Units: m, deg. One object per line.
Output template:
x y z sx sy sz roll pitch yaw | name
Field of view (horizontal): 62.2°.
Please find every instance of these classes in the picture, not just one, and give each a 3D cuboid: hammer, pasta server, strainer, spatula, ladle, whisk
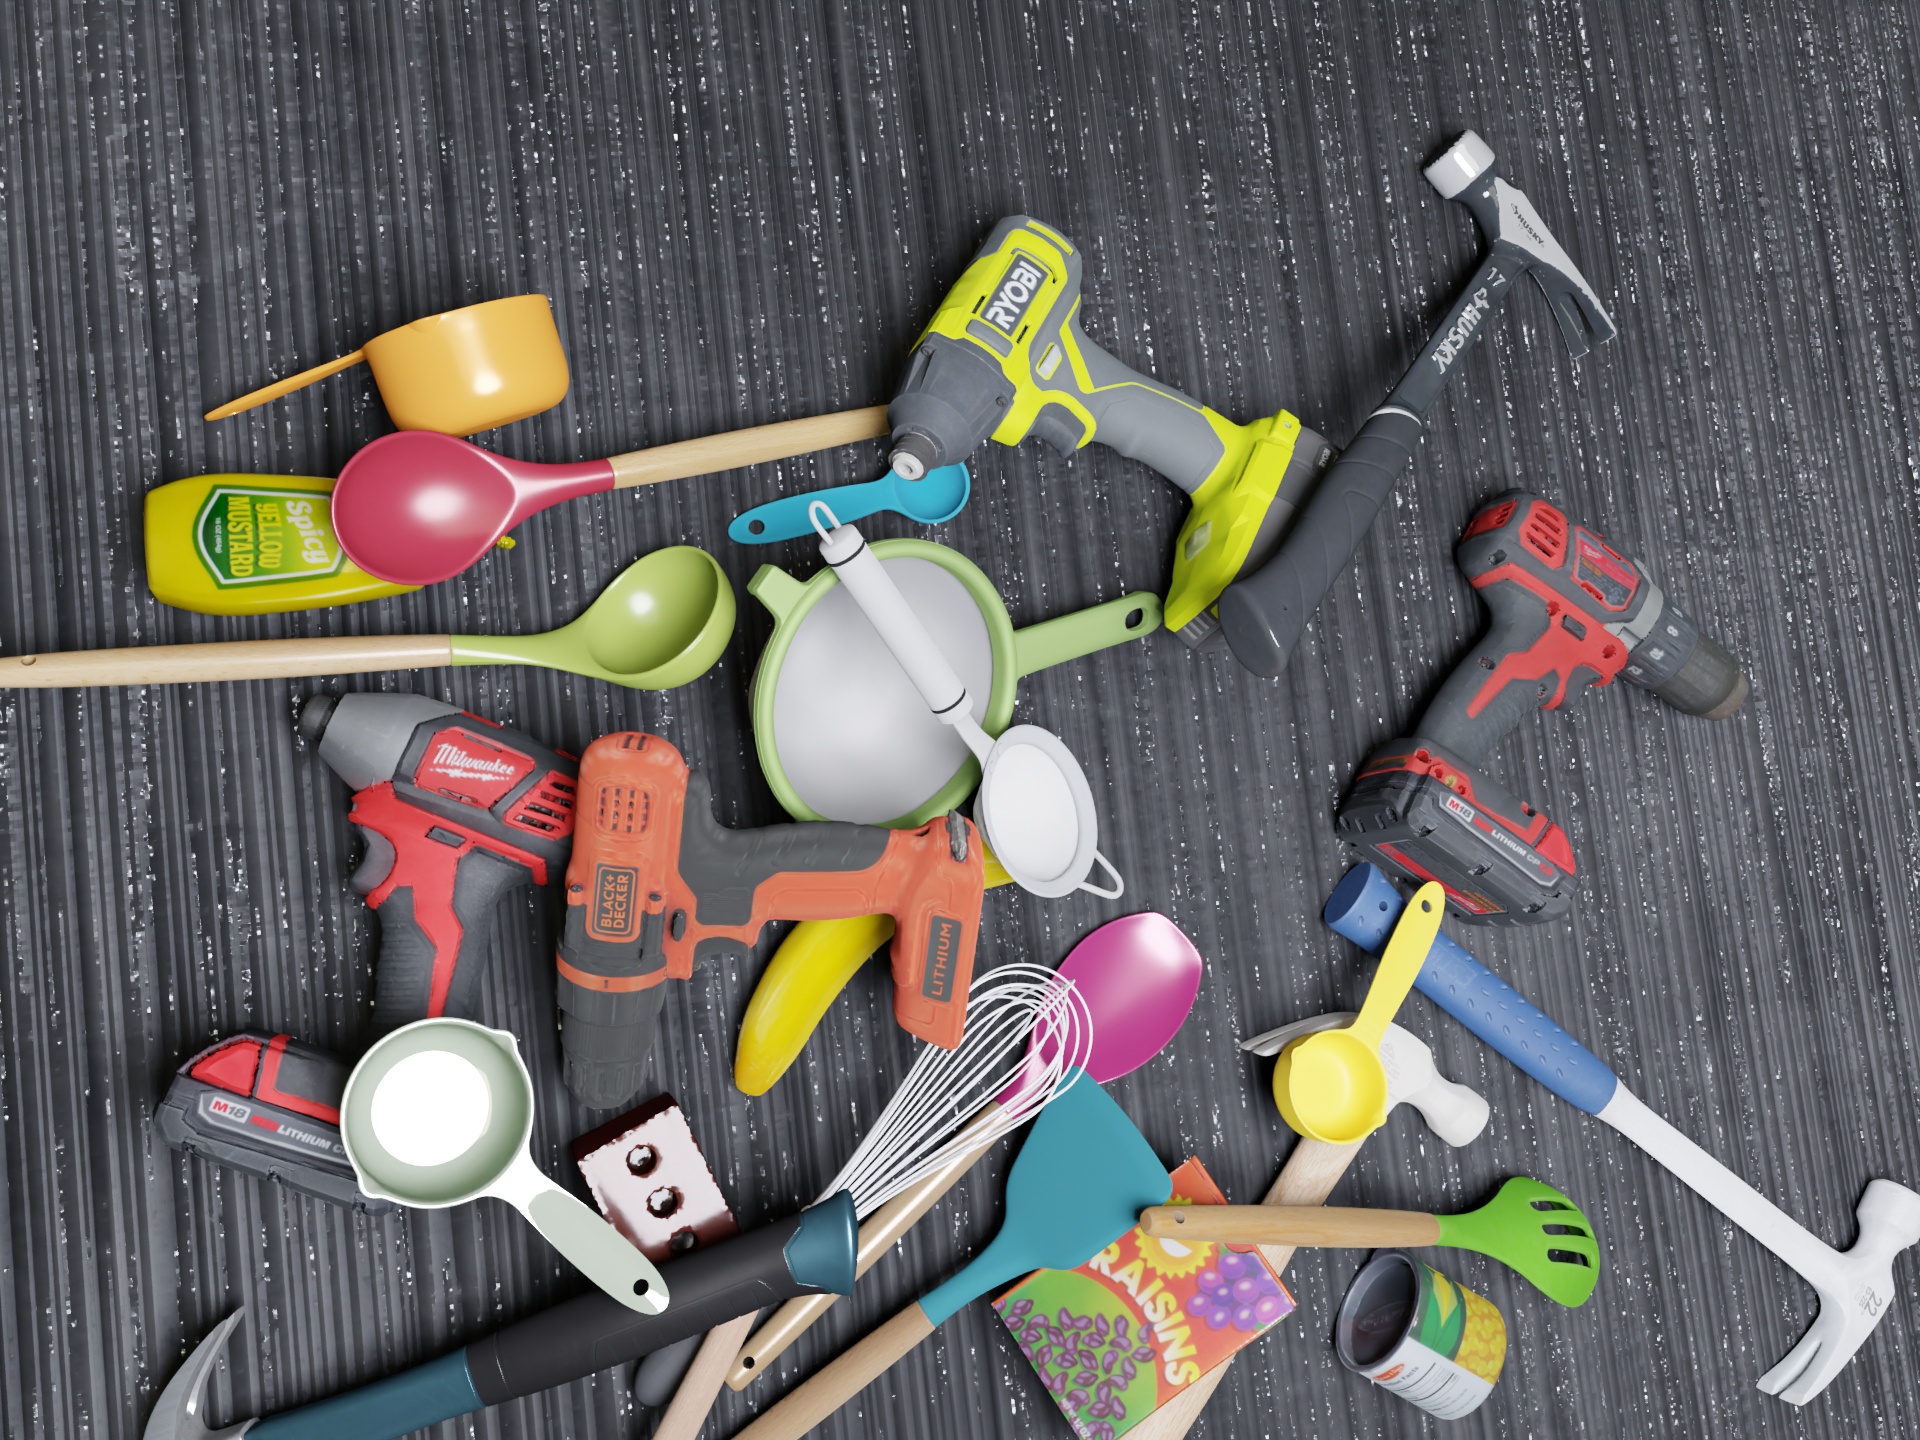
0.239 -0.162 0.840 0.149 0.036 0.409 45 56 -10 | hammer
-0.157 0.383 0.712 0.060 0.040 0.316 29 86 -19 | pasta server
0.365 0.221 0.889 0.405 0.035 0.144 37 76 -8 | hammer
-0.197 0.283 0.697 0.331 0.033 0.128 -20 89 -1 | hammer
-0.008 -0.033 0.810 0.256 0.069 0.151 -19 115 -34 | strainer
-0.041 0.294 0.757 0.317 0.044 0.082 -36 54 -8 | spatula
-0.001 -0.002 0.754 0.258 0.050 0.087 55 42 -29 | strainer
-0.262 -0.040 0.729 0.320 0.062 0.078 -4 47 -20 | ladle
-0.048 0.223 0.761 0.284 0.070 0.070 -43 95 -6 | whisk
0.141 0.295 0.824 0.130 0.031 0.331 39 76 -8 | hammer
-0.146 -0.126 0.773 0.315 0.031 0.069 -17 110 -29 | ladle

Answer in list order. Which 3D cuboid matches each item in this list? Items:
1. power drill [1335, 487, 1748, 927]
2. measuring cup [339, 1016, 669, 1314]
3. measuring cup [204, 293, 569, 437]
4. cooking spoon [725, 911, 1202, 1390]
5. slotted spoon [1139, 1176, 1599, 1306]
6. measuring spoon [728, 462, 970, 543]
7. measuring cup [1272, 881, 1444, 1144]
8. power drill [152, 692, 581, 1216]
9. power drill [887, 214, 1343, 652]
0.332 0.004 0.888 0.188 0.080 0.227 34 74 -9 | power drill
-0.189 0.194 0.673 0.167 0.038 0.083 46 66 -13 | measuring cup
-0.270 -0.151 0.754 0.173 0.095 0.052 -18 102 4 | measuring cup
0.003 0.215 0.804 0.319 0.017 0.069 -41 86 -16 | cooking spoon
0.219 0.258 0.801 0.313 0.031 0.070 12 50 -29 | slotted spoon
-0.058 -0.112 0.831 0.128 0.021 0.042 -15 87 -7 | measuring spoon
0.213 0.150 0.833 0.062 0.029 0.156 37 67 -7 | measuring cup
-0.264 0.096 0.721 0.143 0.078 0.220 24 75 -12 | power drill
0.076 -0.140 0.820 0.223 0.080 0.171 33 58 -8 | power drill
